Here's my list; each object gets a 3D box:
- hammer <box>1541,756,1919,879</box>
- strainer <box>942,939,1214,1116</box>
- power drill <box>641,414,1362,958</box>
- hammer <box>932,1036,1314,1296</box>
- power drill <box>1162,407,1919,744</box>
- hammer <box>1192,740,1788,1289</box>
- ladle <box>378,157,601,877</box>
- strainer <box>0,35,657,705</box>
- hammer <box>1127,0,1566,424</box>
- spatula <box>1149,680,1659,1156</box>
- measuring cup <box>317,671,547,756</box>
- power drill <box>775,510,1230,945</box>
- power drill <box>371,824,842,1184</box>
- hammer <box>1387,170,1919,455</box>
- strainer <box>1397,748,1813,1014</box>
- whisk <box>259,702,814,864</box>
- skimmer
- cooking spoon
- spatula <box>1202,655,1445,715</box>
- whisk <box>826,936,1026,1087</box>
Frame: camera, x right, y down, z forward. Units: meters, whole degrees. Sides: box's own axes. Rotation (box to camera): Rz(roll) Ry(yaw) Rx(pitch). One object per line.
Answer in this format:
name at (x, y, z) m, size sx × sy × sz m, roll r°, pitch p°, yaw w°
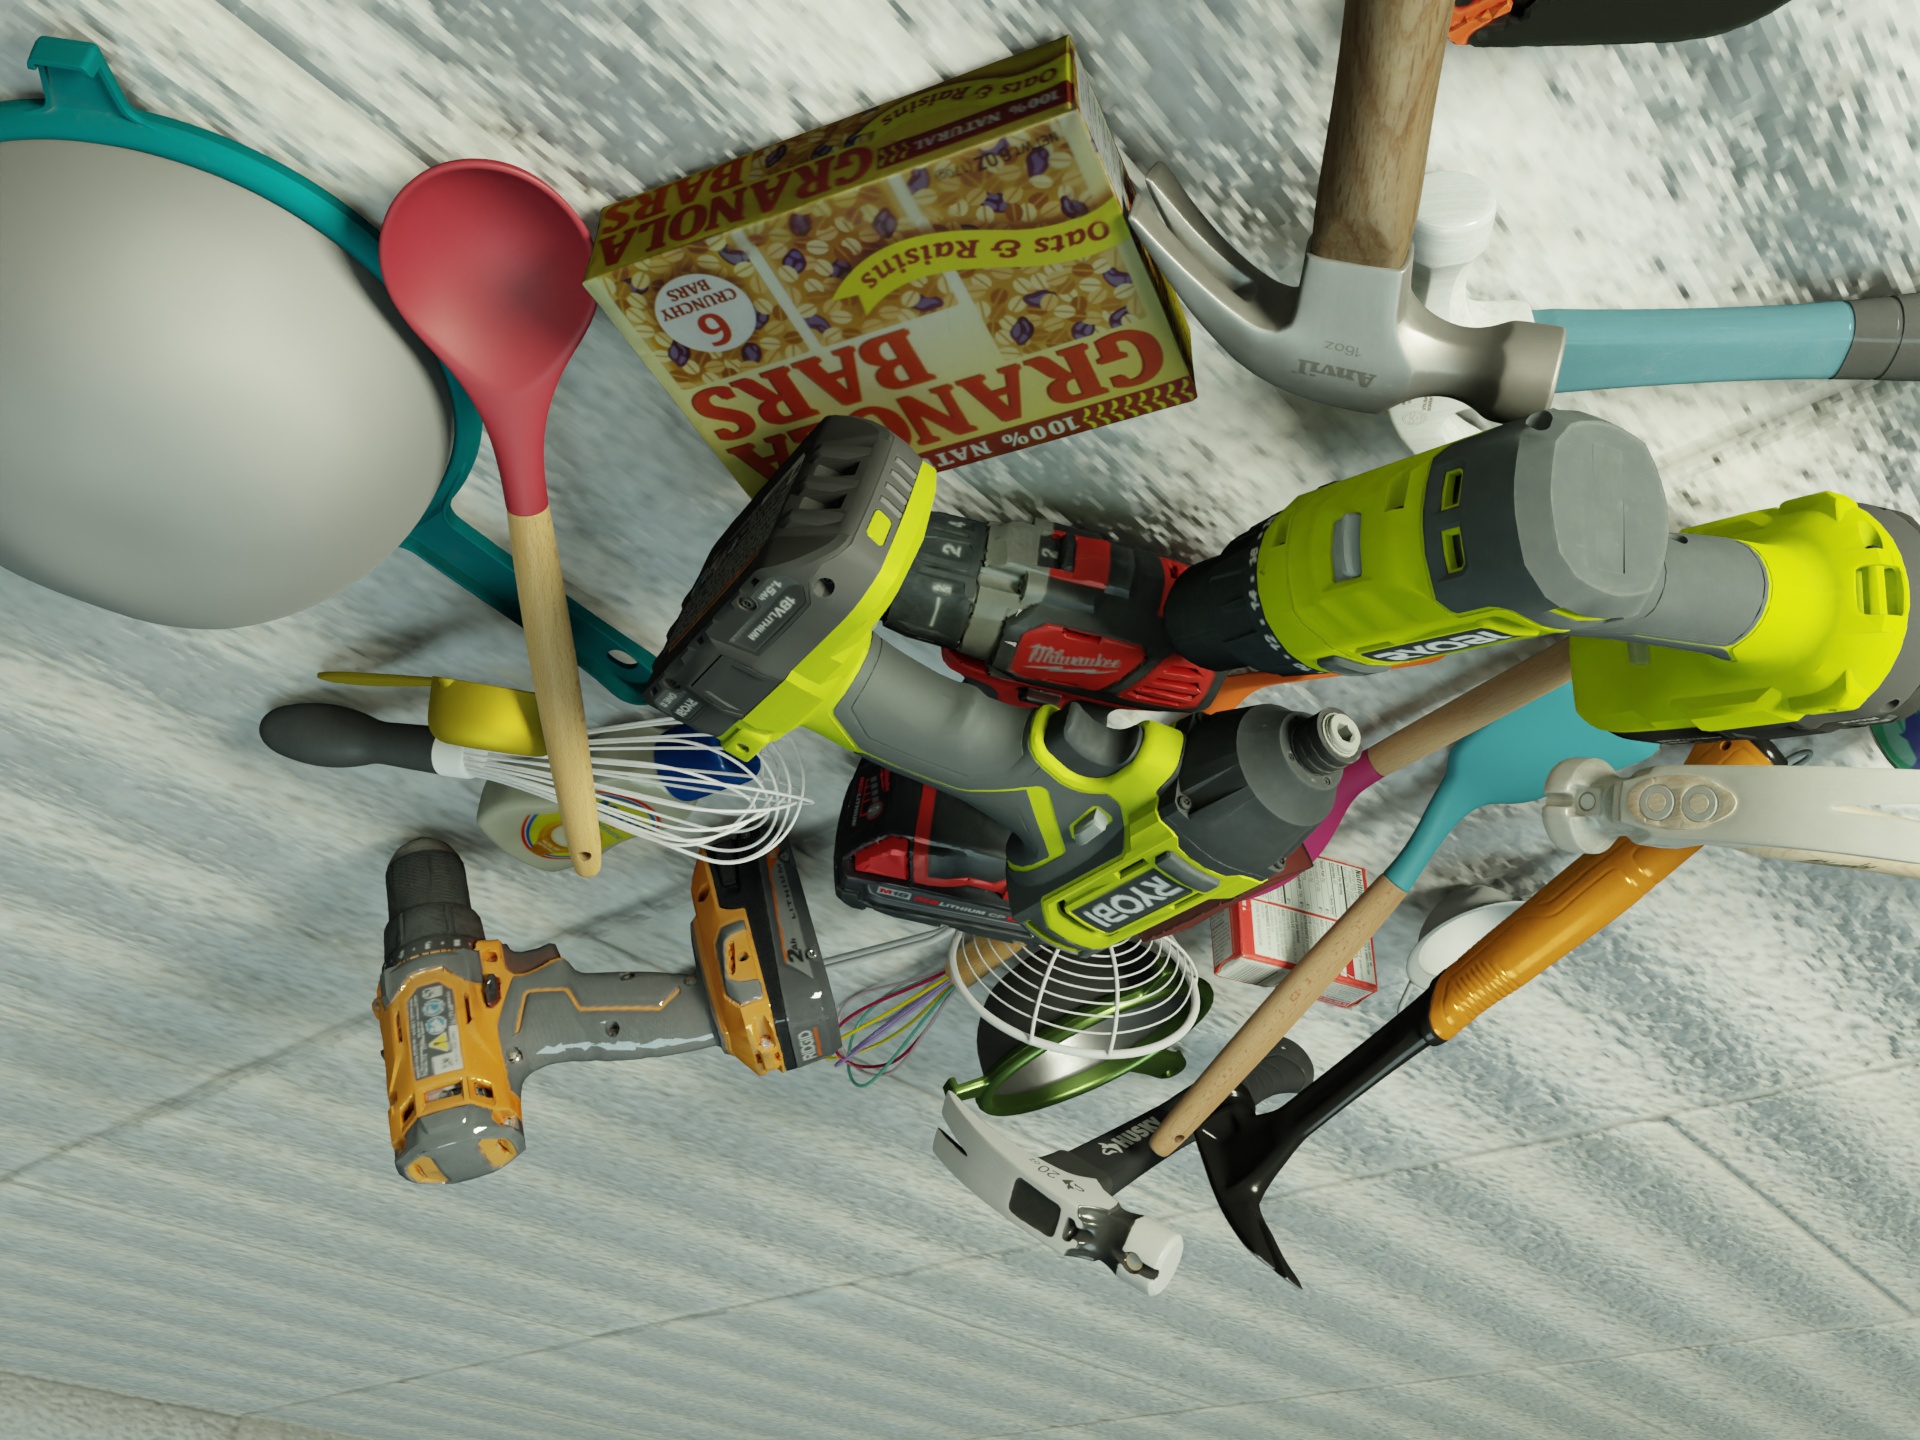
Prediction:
hammer at (0.437, 0.060, 0.693) m, size 0.410 × 0.038 × 0.146 m, roll 10°, pitch 174°, yaw -35°
strainer at (0.086, 0.180, 0.973) m, size 0.151 × 0.069 × 0.256 m, roll -32°, pitch 155°, yaw 11°
power drill at (0.016, -0.004, 0.570) m, size 0.223 × 0.080 × 0.171 m, roll 31°, pitch 142°, yaw -18°
hammer at (0.120, 0.227, 0.908) m, size 0.146 × 0.035 × 0.334 m, roll 22°, pitch -166°, yaw 30°
power drill at (0.203, -0.041, 0.558) m, size 0.228 × 0.080 × 0.190 m, roll 6°, pitch 170°, yaw -28°
hammer at (0.250, 0.126, 0.754) m, size 0.337 × 0.127 × 0.034 m, roll -44°, pitch 112°, yaw 13°
ladle at (-0.157, -0.057, 0.593) m, size 0.069 × 0.031 × 0.315 m, roll -3°, pitch 129°, yaw -7°
strainer at (-0.243, -0.066, 0.591) m, size 0.211 × 0.095 × 0.340 m, roll -22°, pitch 137°, yaw 31°
hammer at (0.109, -0.214, 0.380) m, size 0.130 × 0.031 × 0.331 m, roll 13°, pitch 141°, yaw 15°
spatula at (0.199, 0.103, 0.775) m, size 0.082 × 0.044 × 0.317 m, roll 31°, pitch 104°, yaw -28°
measuring cup at (-0.234, -0.004, 0.695) m, size 0.156 × 0.029 × 0.062 m, roll 5°, pitch 176°, yaw 35°
power drill at (-0.001, -0.002, 0.691) m, size 0.188 × 0.080 × 0.226 m, roll 13°, pitch 141°, yaw -6°
power drill at (-0.192, 0.124, 0.834) m, size 0.226 × 0.186 × 0.084 m, roll -15°, pitch 147°, yaw -9°
hammer at (0.305, -0.127, 0.526) m, size 0.331 × 0.033 × 0.128 m, roll -1°, pitch 145°, yaw 5°
strainer at (0.321, 0.080, 0.824) m, size 0.086 × 0.050 × 0.258 m, roll 19°, pitch 137°, yaw -33°
whisk at (-0.199, 0.019, 0.724) m, size 0.284 × 0.070 × 0.070 m, roll 7°, pitch 148°, yaw 18°
skimmer at (-0.037, 0.157, 0.886) m, size 0.363 × 0.090 × 0.127 m, roll -19°, pitch -174°, yaw 41°
cooking spoon at (0.211, 0.007, 0.725) m, size 0.319 × 0.017 × 0.069 m, roll -34°, pitch 94°, yaw 35°
spatula at (0.095, 0.033, 0.765) m, size 0.081 × 0.041 × 0.322 m, roll -7°, pitch 156°, yaw -33°
whisk at (-0.015, 0.162, 0.960) m, size 0.047 × 0.051 × 0.245 m, roll 26°, pitch 136°, yaw -21°
